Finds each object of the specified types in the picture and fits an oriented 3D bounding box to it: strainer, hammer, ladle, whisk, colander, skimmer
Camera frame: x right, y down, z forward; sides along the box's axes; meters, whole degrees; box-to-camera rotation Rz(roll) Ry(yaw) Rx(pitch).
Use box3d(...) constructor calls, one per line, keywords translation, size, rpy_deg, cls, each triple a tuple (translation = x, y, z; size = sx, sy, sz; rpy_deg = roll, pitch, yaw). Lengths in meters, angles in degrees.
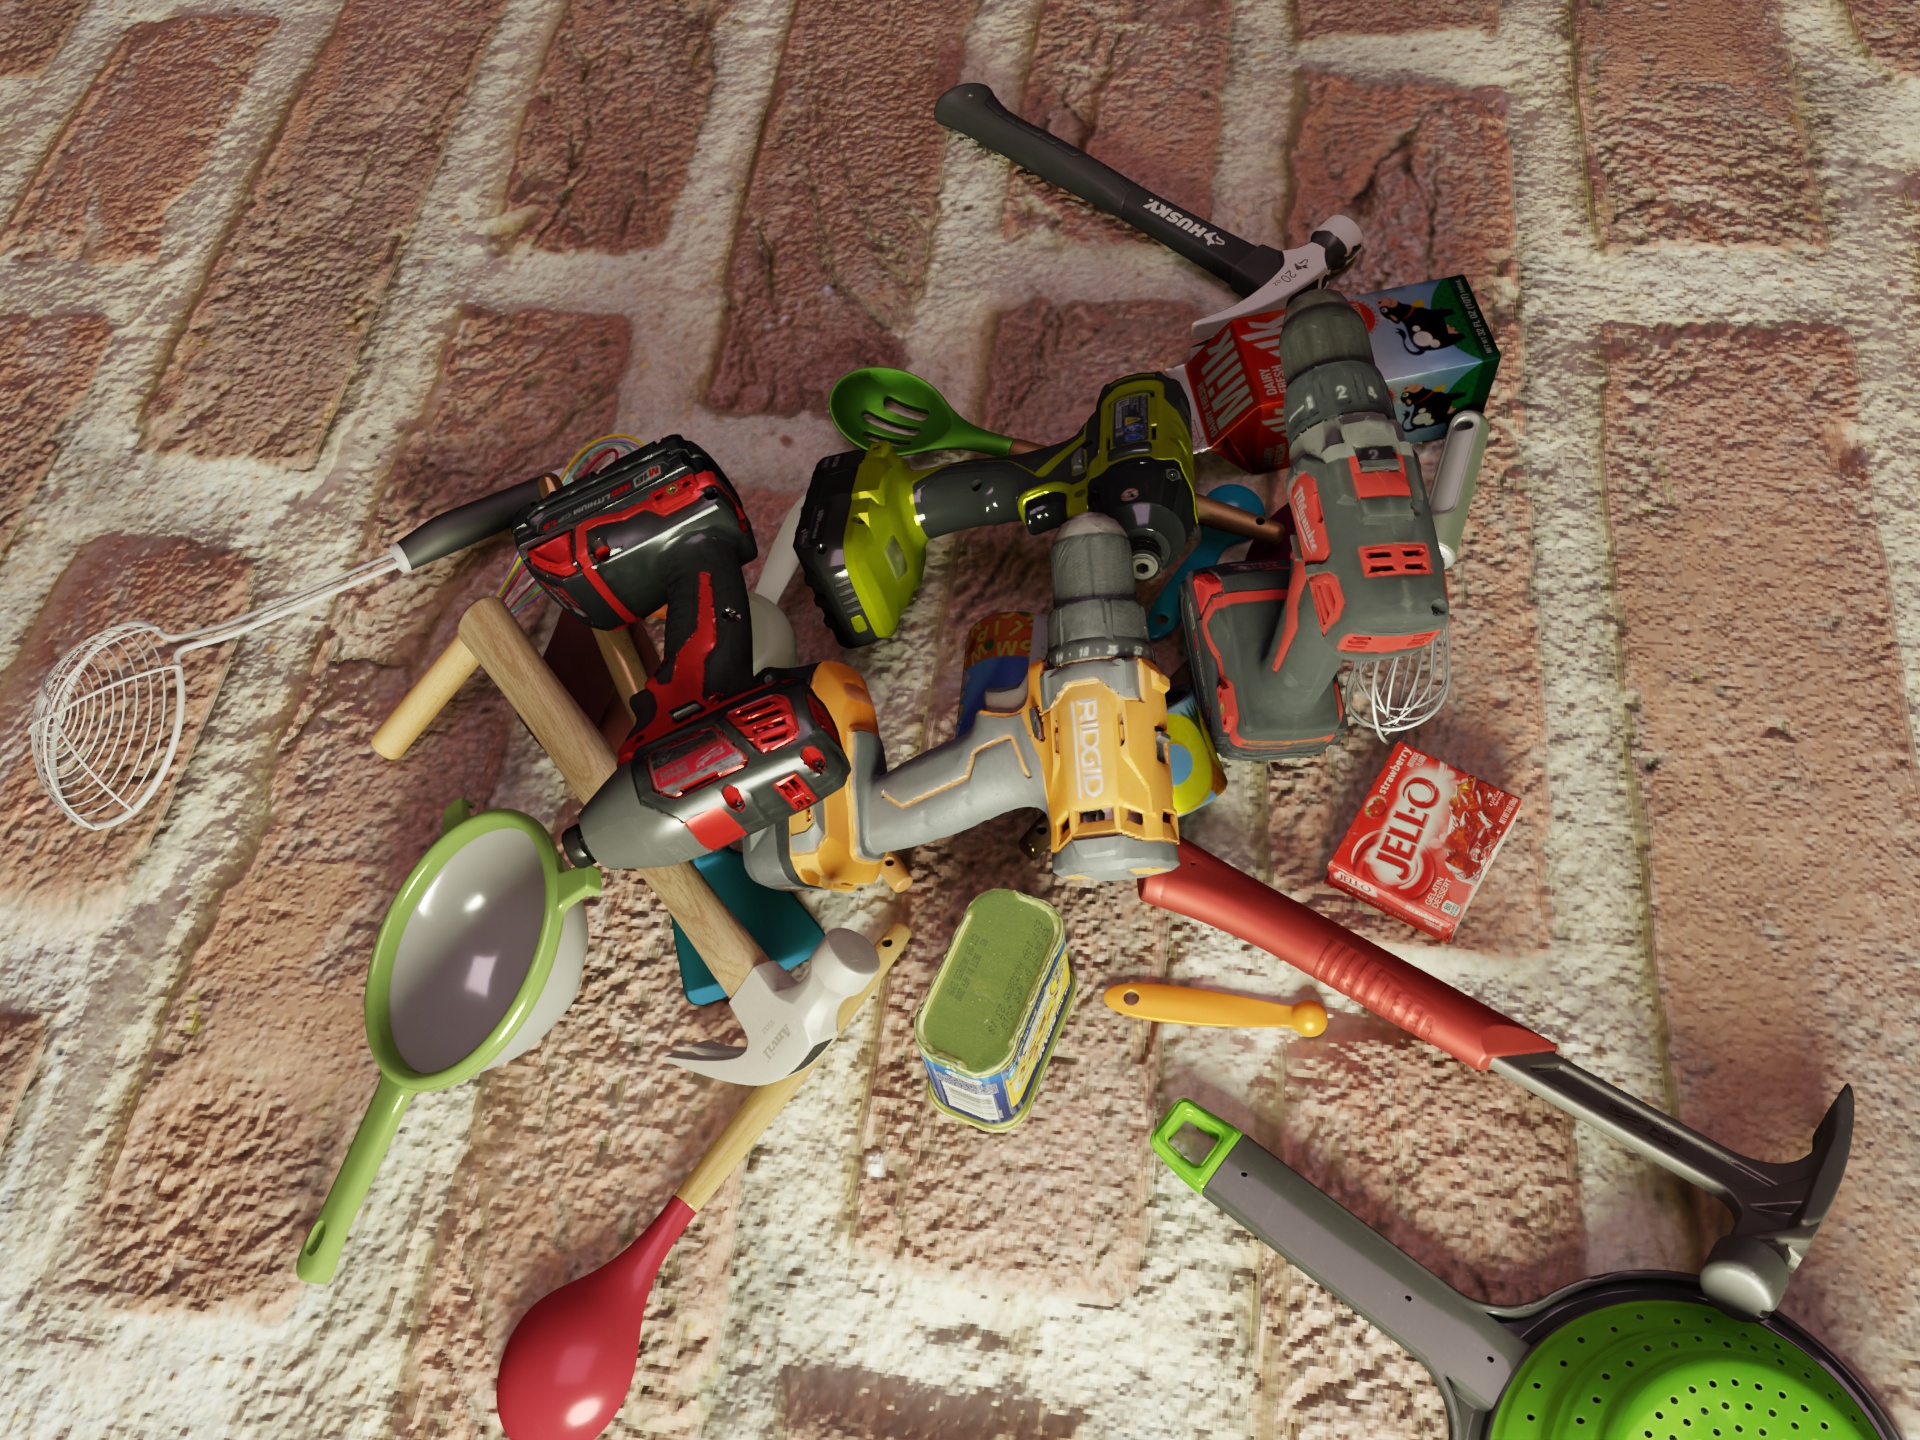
box3d(translation=(-0.263, 0.175, 0.835), size=(0.152, 0.069, 0.256), rpy_deg=(16, 80, 44), cls="strainer")
box3d(translation=(0.247, 0.143, 0.793), size=(0.359, 0.036, 0.149), rpy_deg=(29, 41, 27), cls="hammer")
box3d(translation=(-0.122, 0.225, 0.807), size=(0.069, 0.031, 0.315), rpy_deg=(28, 64, 24), cls="ladle")
box3d(translation=(-0.274, -0.077, 0.962), size=(0.051, 0.047, 0.245), rpy_deg=(39, 89, 16), cls="whisk")
box3d(translation=(0.107, -0.372, 1.134), size=(0.335, 0.035, 0.146), rpy_deg=(38, 69, 25), cls="hammer")
box3d(translation=(0.276, -0.091, 0.935), size=(0.058, 0.059, 0.246), rpy_deg=(0, 54, 36), cls="whisk")
box3d(translation=(-0.177, 0.055, 0.851), size=(0.331, 0.031, 0.130), rpy_deg=(48, 119, 23), cls="hammer")
box3d(translation=(0.250, 0.284, 0.688), size=(0.397, 0.094, 0.204), rpy_deg=(34, 68, 23), cls="colander")
box3d(translation=(-0.406, -0.058, 1.008), size=(0.363, 0.090, 0.127), rpy_deg=(-29, 57, -23), cls="skimmer")

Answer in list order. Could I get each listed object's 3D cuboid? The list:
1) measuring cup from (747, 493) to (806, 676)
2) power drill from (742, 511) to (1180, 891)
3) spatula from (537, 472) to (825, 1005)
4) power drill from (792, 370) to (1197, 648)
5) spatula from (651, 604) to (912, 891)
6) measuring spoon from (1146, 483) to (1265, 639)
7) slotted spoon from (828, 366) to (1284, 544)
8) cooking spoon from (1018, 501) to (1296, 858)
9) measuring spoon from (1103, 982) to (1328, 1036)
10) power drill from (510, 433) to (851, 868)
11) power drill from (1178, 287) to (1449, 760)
box3d(translation=(-0.118, -0.079, 0.944), size=(0.083, 0.038, 0.168), rpy_deg=(17, 63, 8), cls="measuring cup")
box3d(translation=(-0.001, -0.003, 0.826), size=(0.226, 0.084, 0.185), rpy_deg=(-8, 78, 24), cls="power drill")
box3d(translation=(-0.174, 0.001, 0.898), size=(0.082, 0.044, 0.317), rpy_deg=(-23, 85, -10), cls="spatula")
box3d(translation=(0.024, -0.118, 0.918), size=(0.223, 0.080, 0.171), rpy_deg=(-12, 37, 16), cls="power drill")
box3d(translation=(-0.124, -0.023, 0.947), size=(0.081, 0.041, 0.323), rpy_deg=(-32, 62, -16), cls="spatula")
box3d(translation=(0.147, -0.101, 0.973), size=(0.042, 0.021, 0.129), rpy_deg=(26, 63, 20), cls="measuring spoon")
box3d(translation=(0.055, -0.162, 1.008), size=(0.314, 0.031, 0.070), rpy_deg=(21, 64, 21), cls="slotted spoon")
box3d(translation=(0.143, -0.033, 0.935), size=(0.069, 0.017, 0.319), rpy_deg=(38, 70, 20), cls="cooking spoon")
box3d(translation=(0.133, 0.149, 0.831), size=(0.117, 0.011, 0.021), rpy_deg=(5, 60, 9), cls="measuring spoon")
box3d(translation=(-0.152, -0.028, 0.810), size=(0.143, 0.078, 0.220), rpy_deg=(-26, 57, 4), cls="power drill")
box3d(translation=(0.178, -0.091, 0.828), size=(0.080, 0.226, 0.188), rpy_deg=(-4, 69, -7), cls="power drill")
